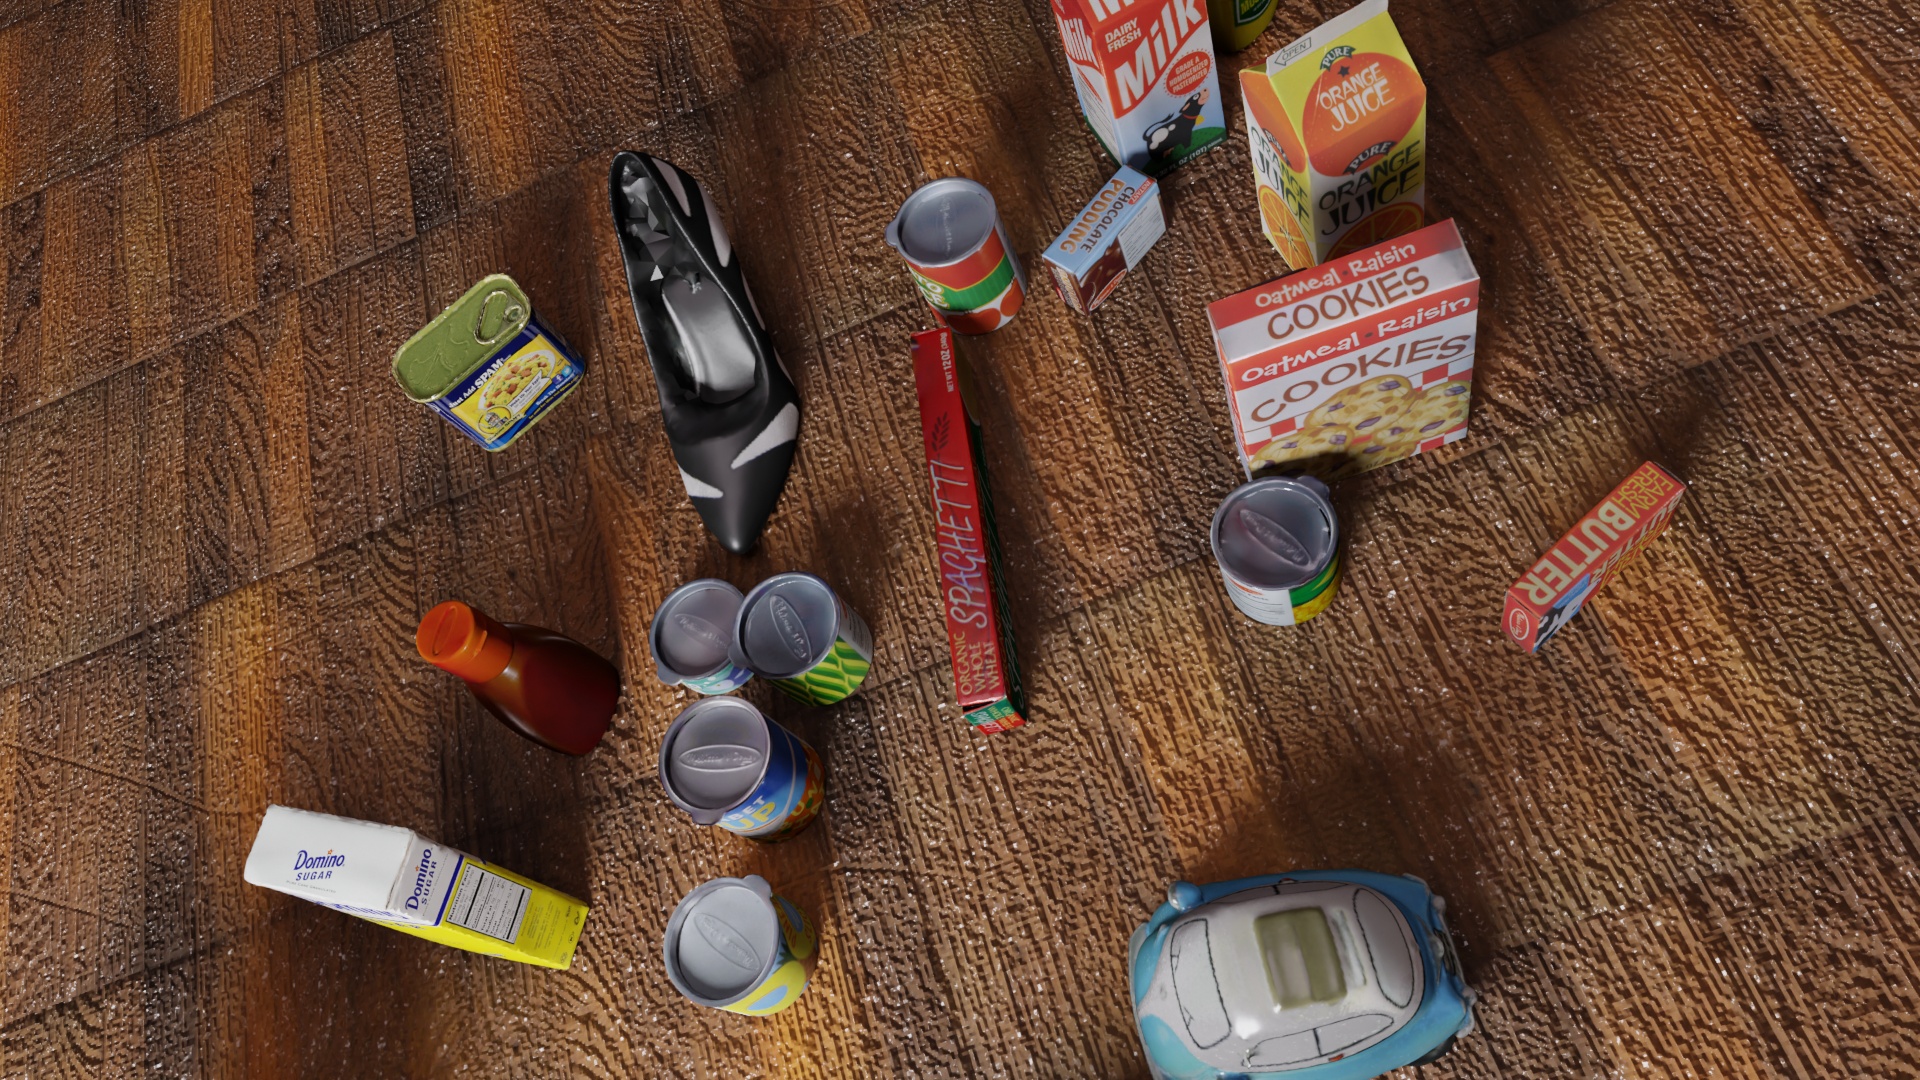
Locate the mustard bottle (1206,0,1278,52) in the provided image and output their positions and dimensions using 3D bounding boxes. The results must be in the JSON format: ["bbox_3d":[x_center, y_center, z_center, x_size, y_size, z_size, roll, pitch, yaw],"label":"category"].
[{"bbox_3d":[0.167,-0.384,0.879,0.049,0.159,0.065,36,81,28],"label":"mustard bottle"}]

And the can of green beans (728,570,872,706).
[{"bbox_3d":[-0.091,0.059,0.816,0.071,0.057,0.071,-7,65,15],"label":"can of green beans"}]

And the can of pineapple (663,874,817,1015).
[{"bbox_3d":[-0.116,0.219,0.750,0.071,0.057,0.071,-7,65,15],"label":"can of pineapple"}]

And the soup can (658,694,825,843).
[{"bbox_3d":[-0.121,0.132,0.777,0.071,0.083,0.071,-7,65,15],"label":"soup can"}]

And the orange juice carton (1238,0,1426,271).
[{"bbox_3d":[0.209,-0.220,0.772,0.072,0.192,0.073,-29,61,3],"label":"orange juice carton"}]

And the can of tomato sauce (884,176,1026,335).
[{"bbox_3d":[-0.001,-0.178,0.881,0.071,0.083,0.071,-7,65,15],"label":"can of tomato sauce"}]

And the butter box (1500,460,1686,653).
[{"bbox_3d":[0.322,0.009,0.712,0.103,0.053,0.024,-42,61,-4],"label":"butter box"}]

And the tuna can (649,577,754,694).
[{"bbox_3d":[-0.154,0.061,0.849,0.071,0.032,0.071,-7,65,15],"label":"tuna can"}]

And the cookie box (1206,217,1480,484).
[{"bbox_3d":[0.202,-0.087,0.728,0.123,0.167,0.040,-19,63,9],"label":"cookie box"}]

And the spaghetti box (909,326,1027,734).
[{"bbox_3d":[0.003,-0.010,0.822,0.028,0.050,0.251,-14,63,11],"label":"spaghetti box"}]

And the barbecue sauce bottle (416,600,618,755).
[{"bbox_3d":[-0.255,0.077,0.807,0.043,0.148,0.065,7,69,20],"label":"barbecue sauce bottle"}]

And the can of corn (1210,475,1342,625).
[{"bbox_3d":[0.175,0.005,0.757,0.071,0.058,0.071,-7,65,15],"label":"can of corn"}]

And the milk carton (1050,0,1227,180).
[{"bbox_3d":[0.106,-0.310,0.847,0.072,0.190,0.074,-30,61,3],"label":"milk carton"}]

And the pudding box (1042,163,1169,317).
[{"bbox_3d":[0.092,-0.189,0.876,0.030,0.049,0.084,37,81,28],"label":"pudding box"}]
